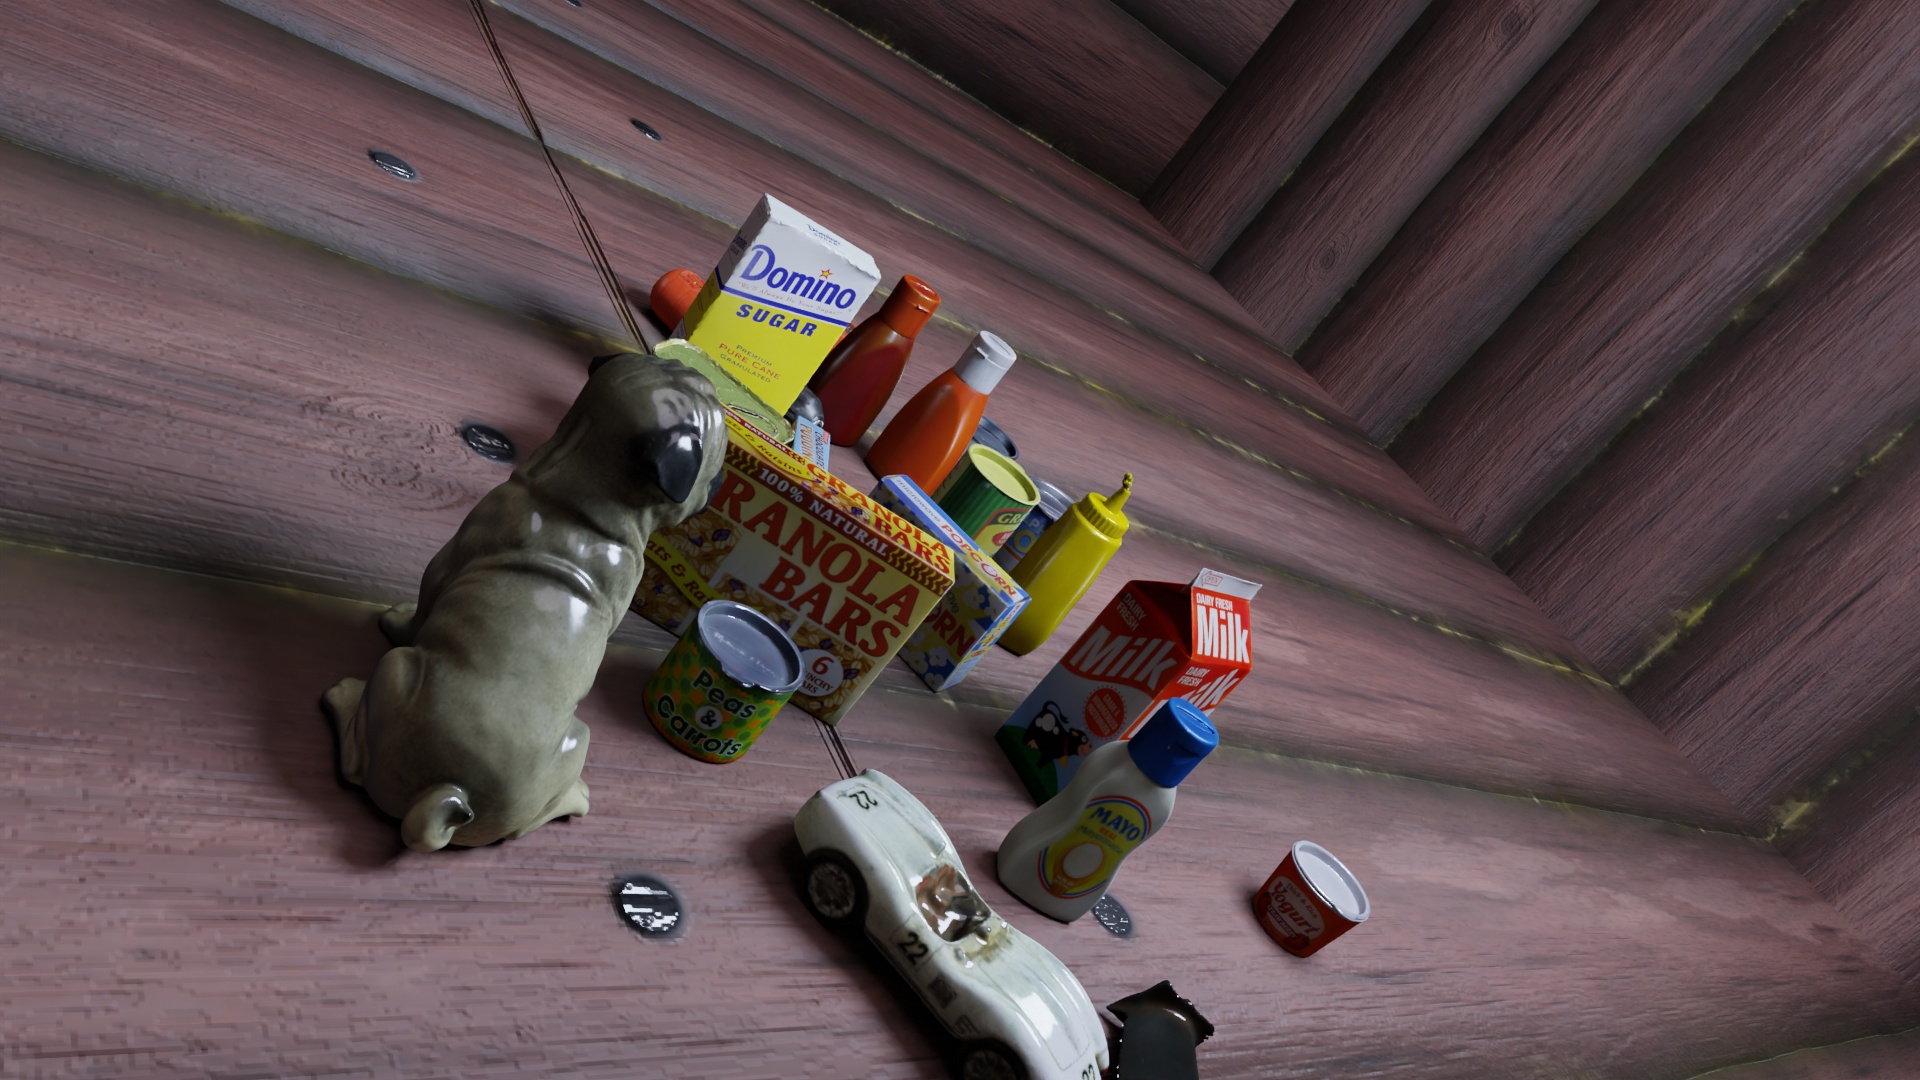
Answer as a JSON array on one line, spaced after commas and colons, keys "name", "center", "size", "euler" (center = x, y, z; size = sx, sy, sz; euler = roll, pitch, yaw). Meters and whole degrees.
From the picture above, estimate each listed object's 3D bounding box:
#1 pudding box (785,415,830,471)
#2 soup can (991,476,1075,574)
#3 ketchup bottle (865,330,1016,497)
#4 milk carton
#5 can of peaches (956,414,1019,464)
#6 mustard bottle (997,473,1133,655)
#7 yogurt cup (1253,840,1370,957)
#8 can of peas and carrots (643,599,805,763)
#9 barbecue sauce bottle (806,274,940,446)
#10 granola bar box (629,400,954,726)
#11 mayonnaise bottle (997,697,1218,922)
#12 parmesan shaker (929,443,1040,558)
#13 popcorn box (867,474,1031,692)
[{"name": "pudding box", "center": [-0.118, -0.049, 0.995], "size": [0.030, 0.049, 0.084], "euler": [31, 23, -18]}, {"name": "soup can", "center": [0.053, 0.002, 1.117], "size": [0.071, 0.083, 0.072], "euler": [33, 23, -15]}, {"name": "ketchup bottle", "center": [-0.013, -0.102, 1.129], "size": [0.065, 0.148, 0.043], "euler": [46, 22, 16]}, {"name": "milk carton", "center": [0.116, 0.092, 0.899], "size": [0.072, 0.190, 0.074], "euler": [14, 32, -47]}, {"name": "can of peaches", "center": [0.009, -0.074, 1.228], "size": [0.071, 0.058, 0.071], "euler": [33, 23, -15]}, {"name": "mustard bottle", "center": [0.081, 0.014, 1.036], "size": [0.049, 0.159, 0.065], "euler": [34, 22, -12]}, {"name": "yogurt cup", "center": [0.242, 0.252, 0.967], "size": [0.072, 0.053, 0.073], "euler": [33, 23, -15]}, {"name": "can of peas and carrots", "center": [-0.125, 0.076, 0.732], "size": [0.071, 0.058, 0.071], "euler": [33, 23, -15]}, {"name": "barbecue sauce bottle", "center": [-0.072, -0.146, 1.121], "size": [0.065, 0.148, 0.044], "euler": [21, 28, -37]}, {"name": "granola bar box", "center": [-0.105, 0.015, 0.793], "size": [0.165, 0.123, 0.039], "euler": [33, 22, -14]}, {"name": "mayonnaise bottle", "center": [0.086, 0.152, 0.793], "size": [0.065, 0.147, 0.041], "euler": [33, 22, -14]}, {"name": "parmesan shaker", "center": [0.004, -0.013, 1.044], "size": [0.071, 0.102, 0.071], "euler": [33, 23, -15]}, {"name": "popcorn box", "center": [-0.027, 0.028, 0.941], "size": [0.127, 0.085, 0.038], "euler": [45, 22, 14]}]
